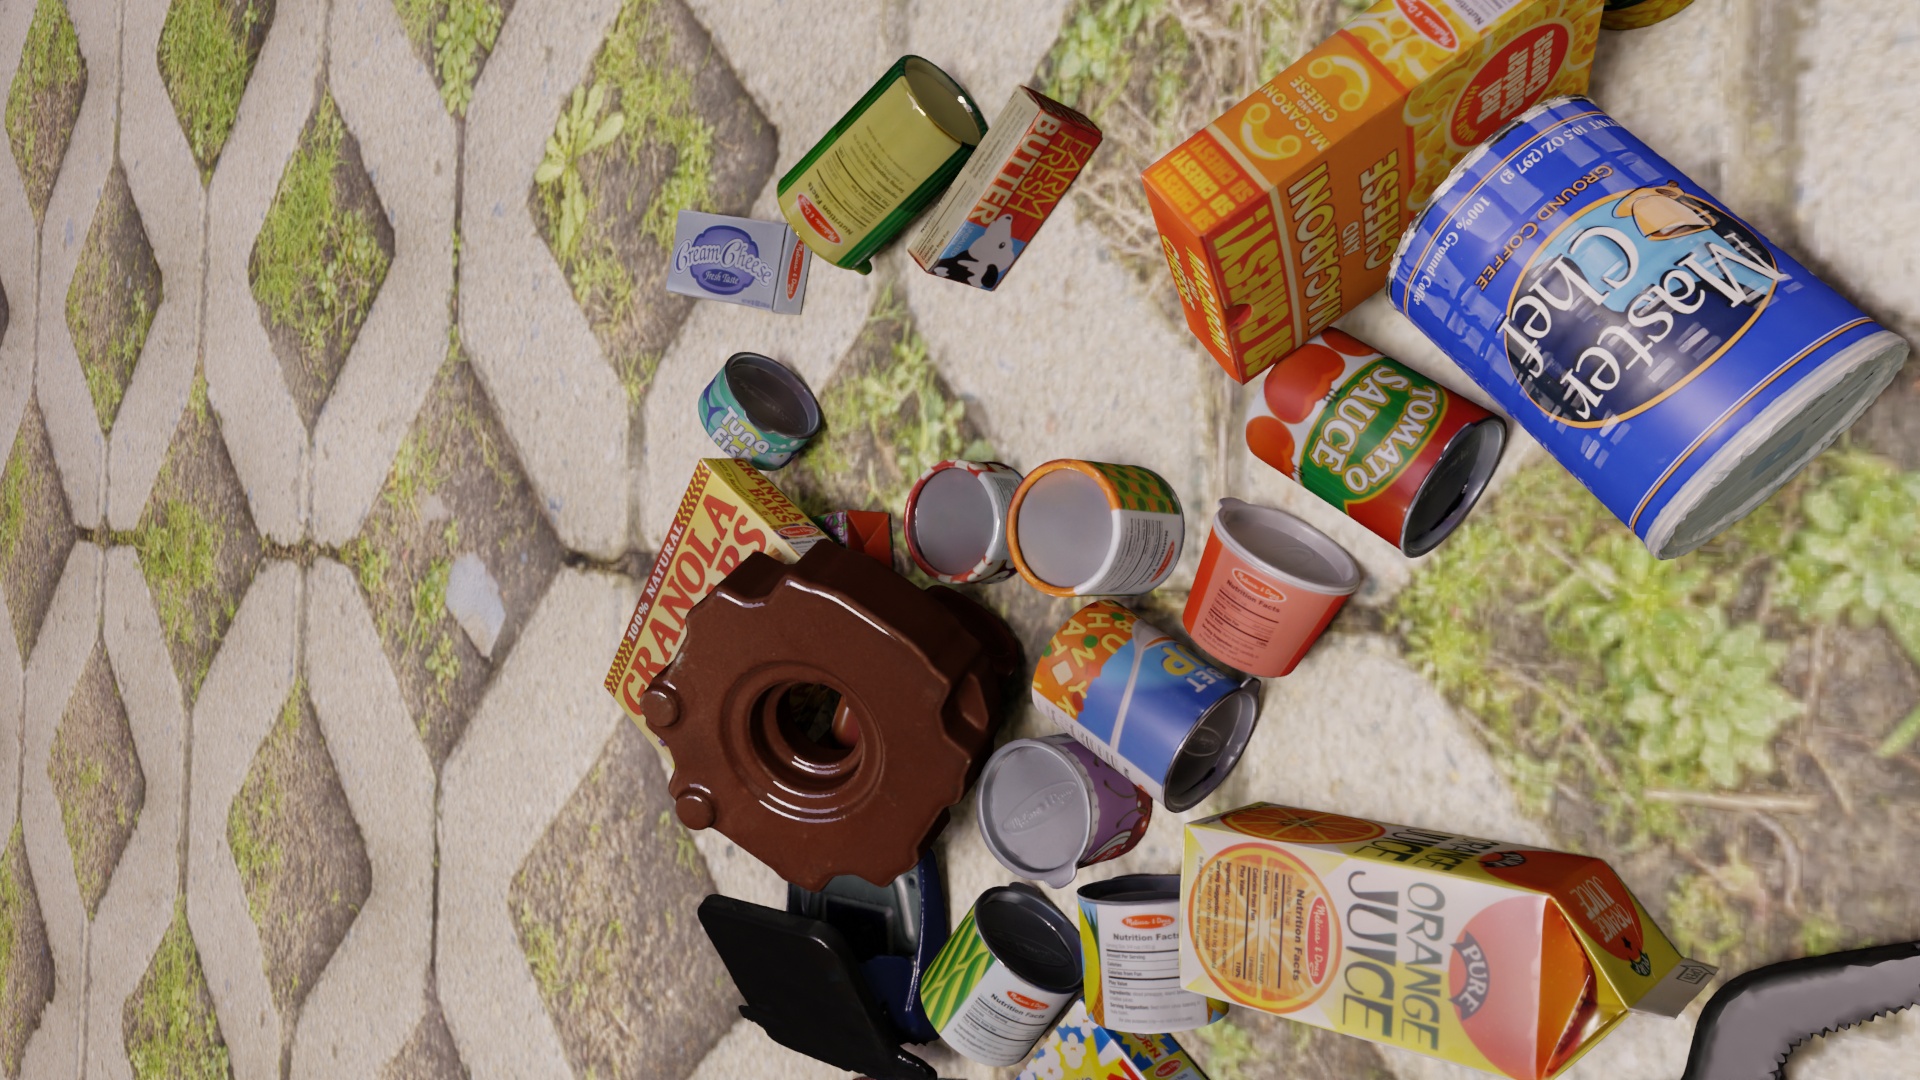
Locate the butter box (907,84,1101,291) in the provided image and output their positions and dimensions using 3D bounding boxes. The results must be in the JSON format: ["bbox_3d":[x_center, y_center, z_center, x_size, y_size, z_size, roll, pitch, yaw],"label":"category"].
[{"bbox_3d":[0.023,-0.177,0.709,0.103,0.053,0.024,-52,57,24],"label":"butter box"}]

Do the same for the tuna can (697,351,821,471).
[{"bbox_3d":[-0.117,-0.073,0.806,0.032,0.071,0.071,-44,63,31],"label":"tuna can"}]

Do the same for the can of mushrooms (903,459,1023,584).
[{"bbox_3d":[0.003,-0.009,0.732,0.071,0.033,0.071,0,89,38],"label":"can of mushrooms"}]

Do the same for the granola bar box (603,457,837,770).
[{"bbox_3d":[-0.126,0.055,0.778,0.124,0.039,0.164,42,118,27],"label":"granola bar box"}]

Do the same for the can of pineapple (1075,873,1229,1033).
[{"bbox_3d":[0.088,0.188,0.639,0.071,0.071,0.058,-7,85,38],"label":"can of pineapple"}]

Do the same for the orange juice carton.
[{"bbox_3d":[0.189,0.158,0.555,0.192,0.072,0.073,3,91,39],"label":"orange juice carton"}]

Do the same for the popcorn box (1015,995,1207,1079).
[{"bbox_3d":[0.062,0.290,0.672,0.085,0.038,0.126,45,115,31],"label":"popcorn box"}]

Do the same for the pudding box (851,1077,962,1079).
[{"bbox_3d":[-0.040,0.311,0.745,0.083,0.050,0.030,-15,81,38],"label":"pudding box"}]

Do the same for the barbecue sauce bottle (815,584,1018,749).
[{"bbox_3d":[-0.036,0.090,0.747,0.065,0.044,0.148,36,122,-10],"label":"barbecue sauce bottle"}]

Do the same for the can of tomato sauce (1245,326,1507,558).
[{"bbox_3d":[0.170,-0.043,0.577,0.083,0.071,0.071,39,112,33],"label":"can of tomato sauce"}]

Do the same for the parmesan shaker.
[{"bbox_3d":[-0.040,-0.202,0.754,0.102,0.071,0.071,-36,68,31],"label":"parmesan shaker"}]

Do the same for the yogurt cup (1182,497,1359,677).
[{"bbox_3d":[0.133,0.023,0.610,0.072,0.072,0.053,39,120,32],"label":"yogurt cup"}]

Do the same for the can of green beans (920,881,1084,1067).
[{"bbox_3d":[0.022,0.216,0.689,0.071,0.071,0.057,46,116,30],"label":"can of green beans"}]

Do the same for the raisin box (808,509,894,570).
[{"bbox_3d":[-0.095,0.033,0.805,0.123,0.040,0.086,-9,84,39],"label":"raisin box"}]

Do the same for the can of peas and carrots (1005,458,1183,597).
[{"bbox_3d":[0.062,-0.006,0.669,0.071,0.059,0.071,-2,87,38],"label":"can of peas and carrots"}]

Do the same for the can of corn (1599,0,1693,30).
[{"bbox_3d":[0.249,-0.232,0.528,0.071,0.058,0.071,-1,88,38],"label":"can of corn"}]

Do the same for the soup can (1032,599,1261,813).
[{"bbox_3d":[0.086,0.073,0.644,0.084,0.071,0.071,35,110,34],"label":"soup can"}]

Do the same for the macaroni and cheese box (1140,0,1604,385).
[{"bbox_3d":[0.156,-0.142,0.519,0.166,0.123,0.040,-36,65,3],"label":"macaroni and cheese box"}]

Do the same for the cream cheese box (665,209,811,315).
[{"bbox_3d":[-0.137,-0.171,0.854,0.104,0.024,0.053,17,99,38],"label":"cream cheese box"}]

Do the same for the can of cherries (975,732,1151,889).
[{"bbox_3d":[0.051,0.129,0.674,0.071,0.058,0.071,-2,87,38],"label":"can of cherries"}]
